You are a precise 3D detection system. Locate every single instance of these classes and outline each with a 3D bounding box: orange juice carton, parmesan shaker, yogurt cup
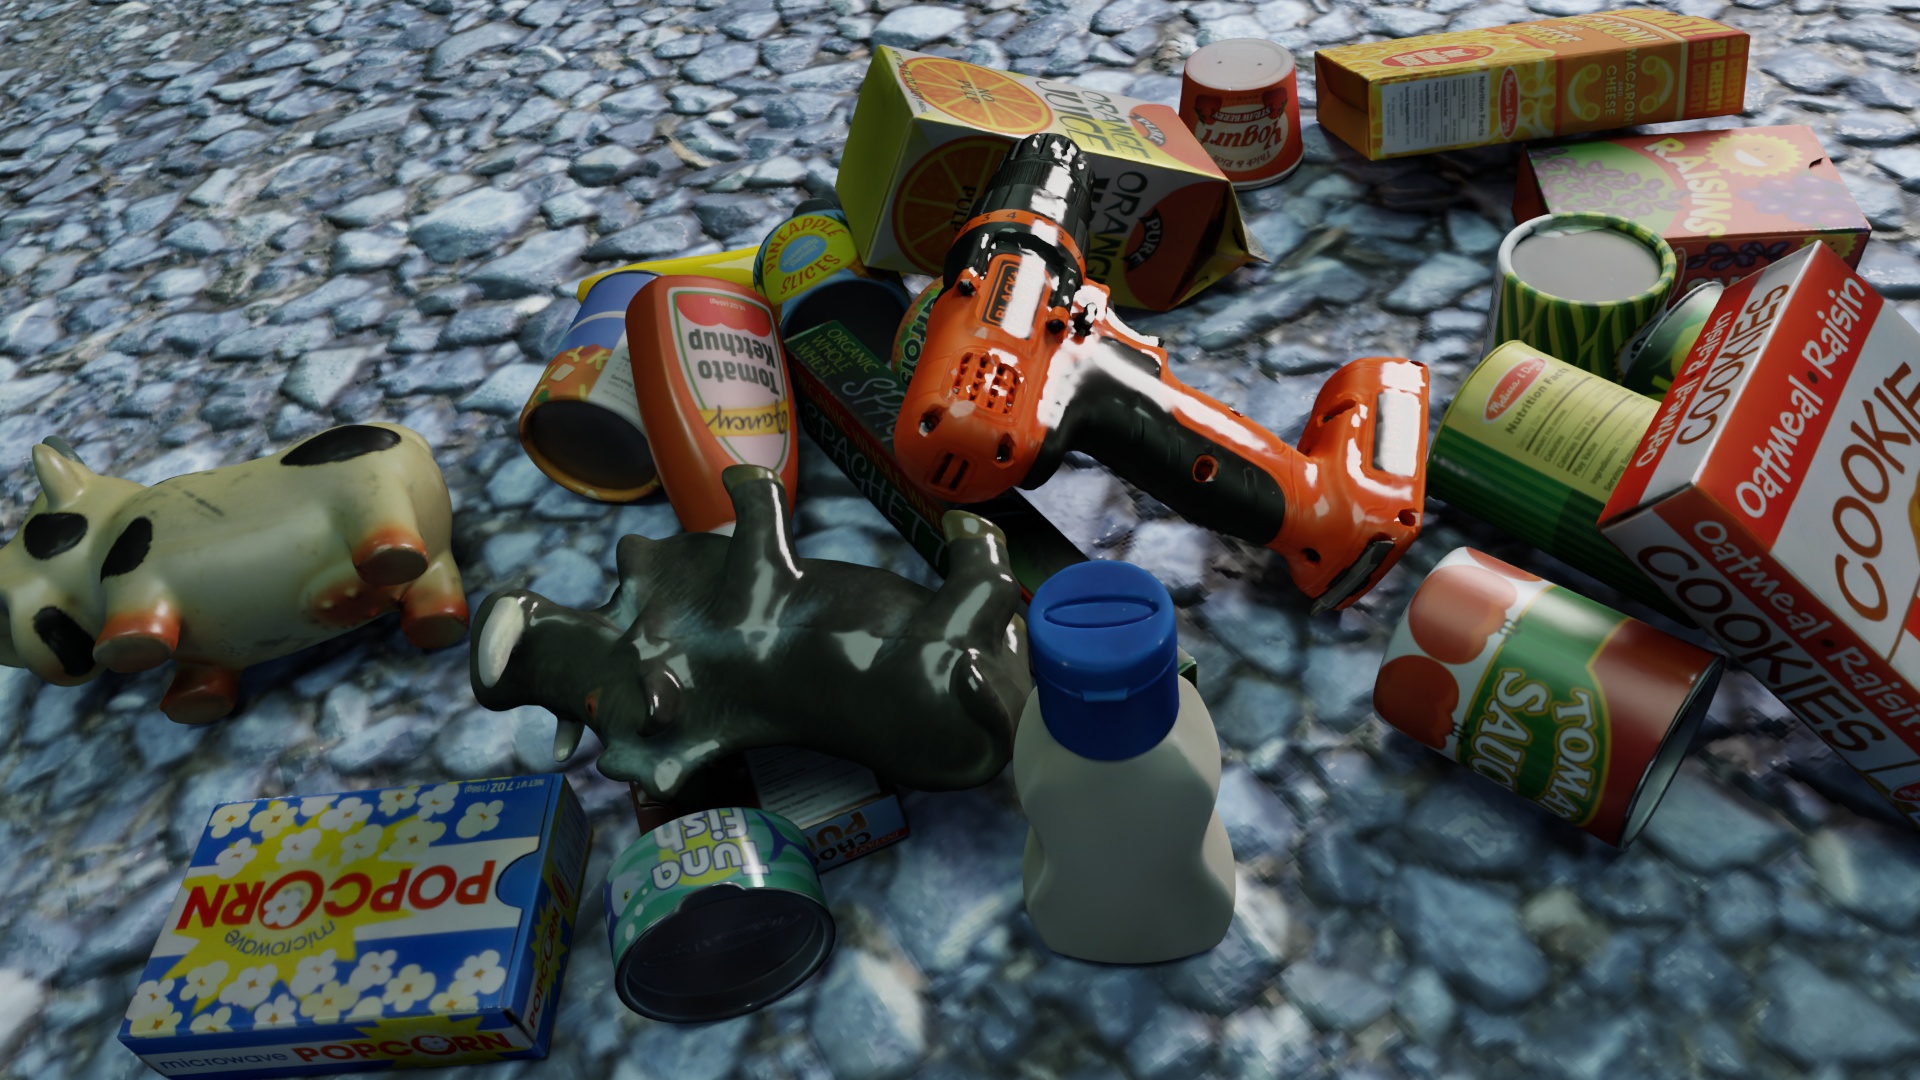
[{"bbox_3d":[0.049,-0.159,0.632,0.193,0.072,0.072,4,40,-23],"label":"orange juice carton"},{"bbox_3d":[0.228,-0.019,0.495,0.071,0.071,0.103,-38,52,-23],"label":"parmesan shaker"},{"bbox_3d":[0.143,-0.221,0.713,0.072,0.053,0.073,-5,45,5],"label":"yogurt cup"}]

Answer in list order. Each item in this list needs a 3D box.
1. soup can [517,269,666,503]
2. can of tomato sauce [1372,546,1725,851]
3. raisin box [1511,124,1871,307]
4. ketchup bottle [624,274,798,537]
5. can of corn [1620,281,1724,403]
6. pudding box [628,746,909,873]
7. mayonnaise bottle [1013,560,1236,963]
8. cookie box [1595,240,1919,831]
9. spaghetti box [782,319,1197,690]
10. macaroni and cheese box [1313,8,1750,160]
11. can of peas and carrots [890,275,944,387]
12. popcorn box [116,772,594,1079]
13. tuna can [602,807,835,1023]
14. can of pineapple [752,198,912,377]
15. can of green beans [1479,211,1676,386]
[{"bbox_3d":[-0.150,-0.067,0.613,0.071,0.071,0.084,2,47,13],"label":"soup can"},{"bbox_3d":[0.182,0.048,0.437,0.083,0.070,0.071,29,57,33],"label":"can of tomato sauce"},{"bbox_3d":[0.318,-0.144,0.616,0.123,0.039,0.086,-1,45,9],"label":"raisin box"},{"bbox_3d":[-0.093,-0.033,0.554,0.065,0.043,0.149,7,59,-40],"label":"ketchup bottle"},{"bbox_3d":[0.287,-0.052,0.515,0.071,0.070,0.058,-33,50,-20],"label":"can of corn"},{"bbox_3d":[-0.065,0.089,0.470,0.084,0.030,0.050,-21,47,-9],"label":"pudding box"},{"bbox_3d":[0.044,0.067,0.388,0.065,0.147,0.041,-4,46,7],"label":"mayonnaise bottle"},{"bbox_3d":[0.284,0.007,0.417,0.167,0.040,0.123,43,60,-1],"label":"cookie box"},{"bbox_3d":[0.002,-0.007,0.536,0.029,0.050,0.251,-28,48,-18],"label":"spaghetti box"},{"bbox_3d":[0.268,-0.225,0.676,0.166,0.040,0.124,-7,25,4],"label":"macaroni and cheese box"},{"bbox_3d":[0.012,-0.075,0.586,0.059,0.070,0.071,31,59,34],"label":"can of peas and carrots"},{"bbox_3d":[-0.192,0.126,0.453,0.127,0.038,0.085,-6,45,5],"label":"popcorn box"},{"bbox_3d":[-0.074,0.112,0.421,0.071,0.070,0.033,-19,45,-8],"label":"tuna can"},{"bbox_3d":[-0.058,-0.110,0.633,0.071,0.070,0.058,-17,46,-5],"label":"can of pineapple"},{"bbox_3d":[0.250,-0.092,0.565,0.071,0.057,0.071,-5,46,6],"label":"can of green beans"}]
